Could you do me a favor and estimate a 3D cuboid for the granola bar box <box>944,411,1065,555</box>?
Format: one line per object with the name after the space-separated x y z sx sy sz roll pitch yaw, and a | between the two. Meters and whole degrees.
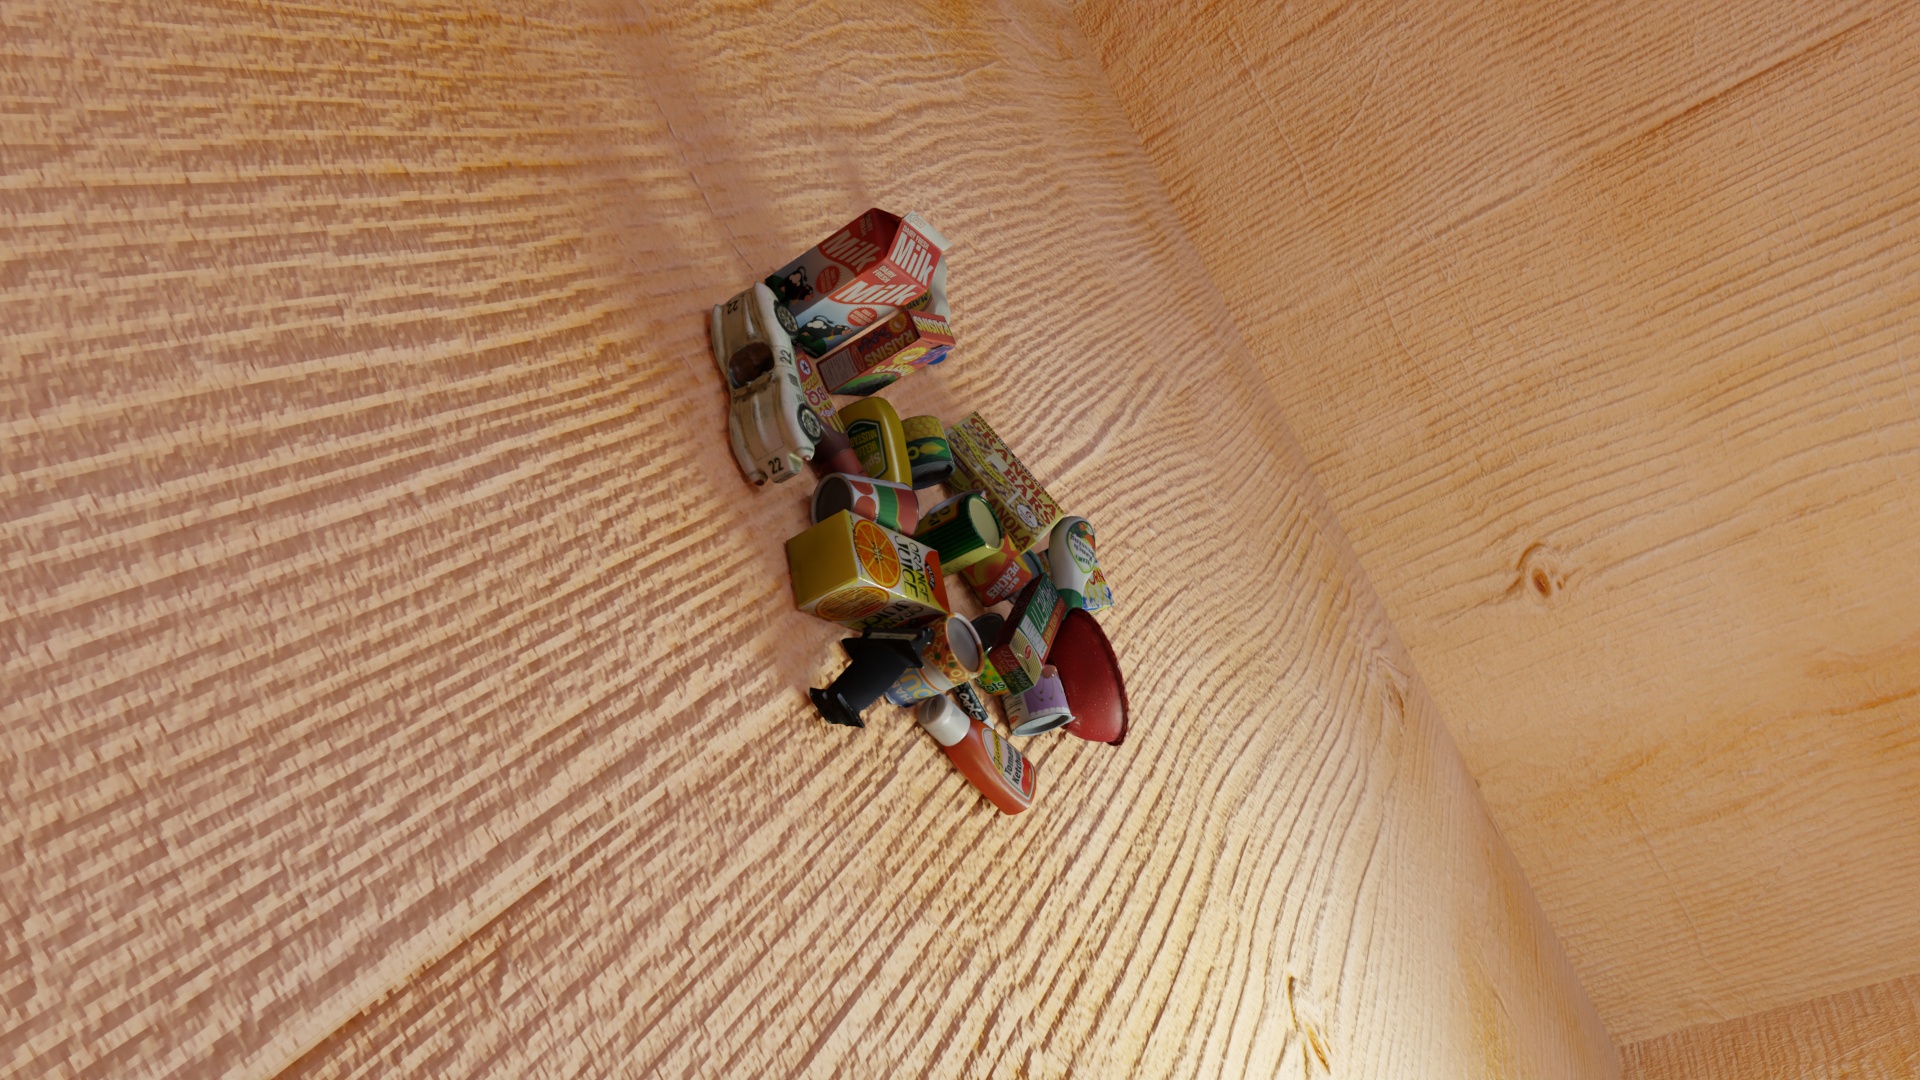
0.041 -0.066 1.624 0.165 0.039 0.125 49 26 0 | granola bar box

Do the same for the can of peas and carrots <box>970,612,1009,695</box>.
0.033 0.120 1.443 0.058 0.071 0.071 50 28 -27 | can of peas and carrots

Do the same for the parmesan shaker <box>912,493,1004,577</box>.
-0.014 0.001 1.423 0.071 0.103 0.072 44 31 -35 | parmesan shaker

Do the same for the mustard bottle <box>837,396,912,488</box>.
-0.080 -0.065 1.410 0.049 0.065 0.160 11 60 -64 | mustard bottle

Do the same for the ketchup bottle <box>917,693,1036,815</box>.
0.016 0.205 1.355 0.148 0.043 0.065 46 31 -31 | ketchup bottle

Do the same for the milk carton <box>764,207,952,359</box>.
-0.103 -0.270 1.413 0.072 0.190 0.074 29 41 -50 | milk carton

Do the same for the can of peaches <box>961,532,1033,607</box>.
0.038 0.032 1.531 0.058 0.071 0.071 58 26 -9 | can of peaches

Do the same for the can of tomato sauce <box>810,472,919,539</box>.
-0.092 -0.026 1.329 0.083 0.071 0.071 8 58 -44 | can of tomato sauce

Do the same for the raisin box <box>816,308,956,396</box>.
-0.078 -0.197 1.469 0.086 0.123 0.040 -5 70 -63 | raisin box

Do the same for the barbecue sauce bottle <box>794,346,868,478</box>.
-0.142 -0.115 1.363 0.148 0.043 0.065 60 24 -7 | barbecue sauce bottle

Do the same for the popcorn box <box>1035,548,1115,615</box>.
0.140 0.052 1.737 0.127 0.038 0.085 0 64 -62 | popcorn box

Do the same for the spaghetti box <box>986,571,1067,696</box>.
0.072 0.092 1.429 0.050 0.028 0.251 58 17 -7 | spaghetti box

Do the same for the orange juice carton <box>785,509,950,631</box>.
-0.073 0.041 1.310 0.192 0.073 0.072 26 44 -53 | orange juice carton

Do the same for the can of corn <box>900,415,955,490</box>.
-0.047 -0.095 1.498 0.071 0.071 0.058 16 51 -57 | can of corn

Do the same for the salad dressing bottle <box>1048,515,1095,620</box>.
0.130 0.039 1.646 0.064 0.044 0.148 38 42 -31 | salad dressing bottle

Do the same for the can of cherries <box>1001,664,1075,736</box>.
0.081 0.170 1.480 0.071 0.071 0.058 20 47 -55 | can of cherries

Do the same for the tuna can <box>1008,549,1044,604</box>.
0.071 0.039 1.627 0.071 0.032 0.071 43 32 -36 | tuna can

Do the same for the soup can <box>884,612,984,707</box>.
-0.029 0.114 1.309 0.071 0.083 0.072 43 32 -36 | soup can

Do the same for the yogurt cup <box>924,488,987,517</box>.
0.005 -0.019 1.527 0.054 0.072 0.073 66 24 -14 | yogurt cup

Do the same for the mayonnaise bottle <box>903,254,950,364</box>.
-0.042 -0.285 1.693 0.041 0.064 0.148 31 44 -50 | mayonnaise bottle
